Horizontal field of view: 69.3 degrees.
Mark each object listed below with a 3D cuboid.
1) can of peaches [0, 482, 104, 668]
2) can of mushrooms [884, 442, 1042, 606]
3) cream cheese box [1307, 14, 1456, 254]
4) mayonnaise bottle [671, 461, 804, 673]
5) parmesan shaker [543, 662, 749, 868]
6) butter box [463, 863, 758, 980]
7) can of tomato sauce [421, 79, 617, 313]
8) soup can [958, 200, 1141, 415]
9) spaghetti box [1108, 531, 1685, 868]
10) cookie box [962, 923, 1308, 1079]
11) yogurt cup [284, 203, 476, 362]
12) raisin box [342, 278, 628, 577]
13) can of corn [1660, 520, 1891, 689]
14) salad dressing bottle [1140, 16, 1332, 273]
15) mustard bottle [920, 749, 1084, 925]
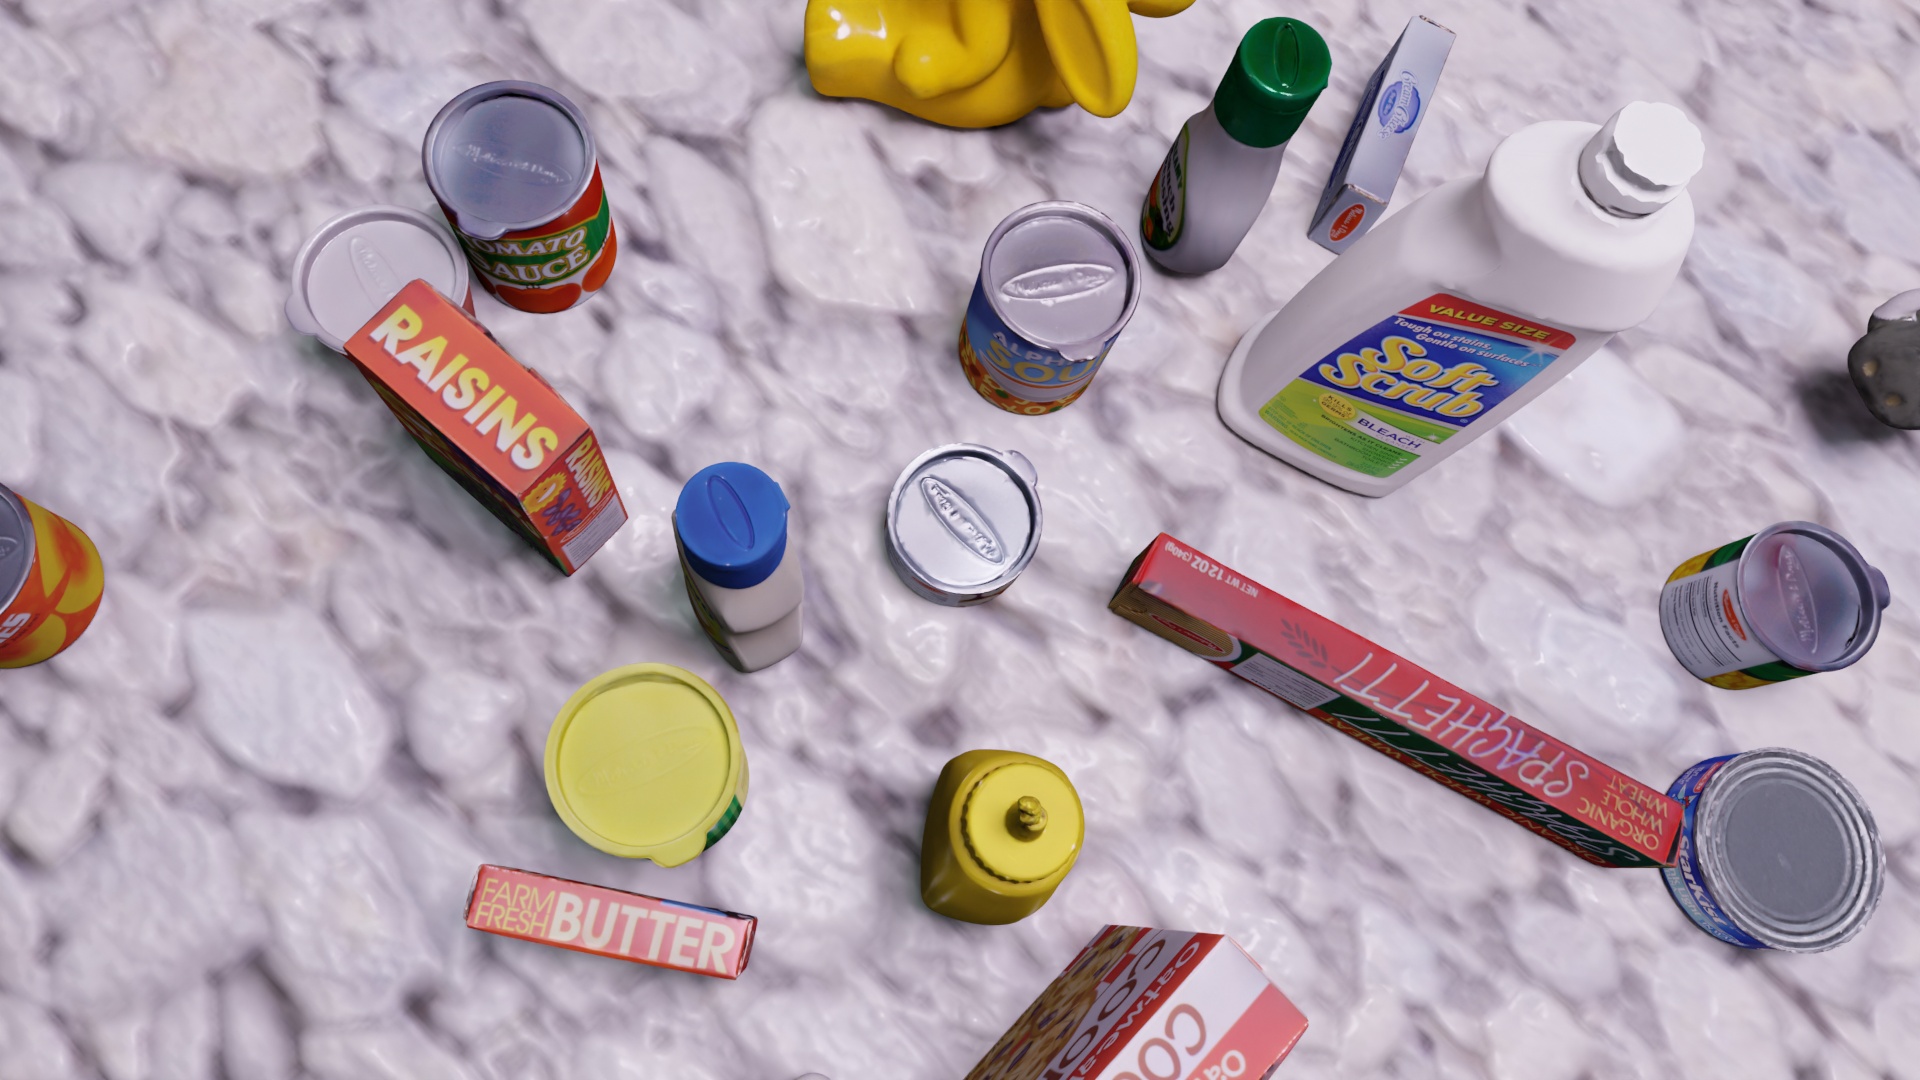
[{"bbox_3d":[-0.376,0.015,0.532,0.071,0.058,0.071,2,75,-7],"label":"can of peaches"},{"bbox_3d":[0.002,-0.007,0.598,0.071,0.033,0.071,2,75,-7],"label":"can of mushrooms"},{"bbox_3d":[0.200,-0.192,0.662,0.024,0.053,0.104,25,74,0],"label":"cream cheese box"},{"bbox_3d":[-0.084,0.009,0.523,0.041,0.147,0.065,-27,80,-13],"label":"mayonnaise bottle"},{"bbox_3d":[-0.113,0.089,0.521,0.071,0.102,0.071,2,75,-7],"label":"parmesan shaker"},{"bbox_3d":[-0.131,0.145,0.530,0.103,0.053,0.024,12,74,-4],"label":"butter box"},{"bbox_3d":[-0.182,-0.140,0.585,0.071,0.083,0.071,2,75,-7],"label":"can of tomato sauce"},{"bbox_3d":[0.036,-0.095,0.600,0.071,0.083,0.071,2,75,-7],"label":"soup can"},{"bbox_3d":[0.183,0.071,0.591,0.250,0.050,0.029,28,74,1],"label":"spaghetti box"},{"bbox_3d":[0.041,0.192,0.479,0.123,0.167,0.040,-43,84,-15],"label":"cookie box"},{"bbox_3d":[-0.236,-0.099,0.582,0.072,0.053,0.072,2,75,-7],"label":"yogurt cup"},{"bbox_3d":[-0.177,-0.039,0.537,0.086,0.123,0.040,41,75,4],"label":"raisin box"},{"bbox_3d":[0.361,0.030,0.620,0.071,0.058,0.071,2,75,-7],"label":"can of corn"},{"bbox_3d":[0.115,-0.166,0.595,0.044,0.147,0.064,5,75,-6],"label":"salad dressing bottle"},{"bbox_3d":[0.015,0.106,0.503,0.049,0.159,0.065,10,75,-4],"label":"mustard bottle"}]
